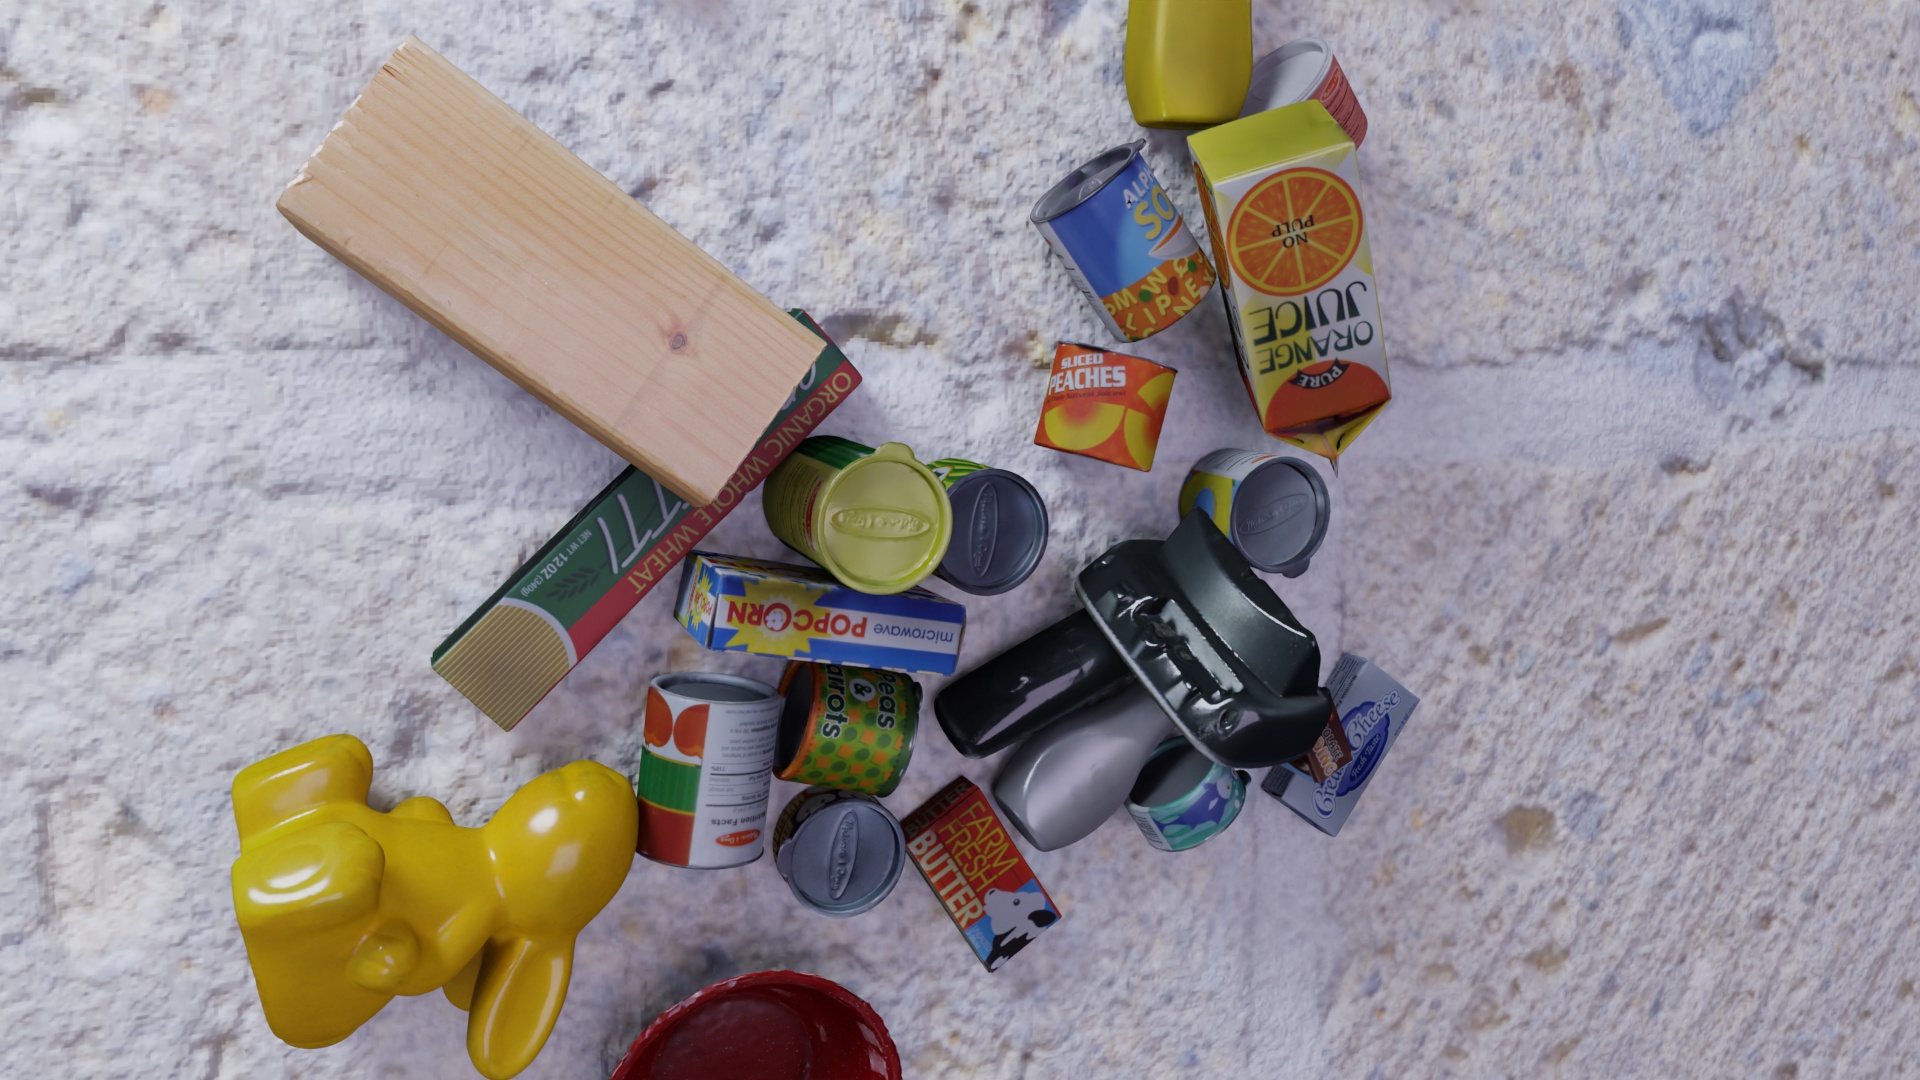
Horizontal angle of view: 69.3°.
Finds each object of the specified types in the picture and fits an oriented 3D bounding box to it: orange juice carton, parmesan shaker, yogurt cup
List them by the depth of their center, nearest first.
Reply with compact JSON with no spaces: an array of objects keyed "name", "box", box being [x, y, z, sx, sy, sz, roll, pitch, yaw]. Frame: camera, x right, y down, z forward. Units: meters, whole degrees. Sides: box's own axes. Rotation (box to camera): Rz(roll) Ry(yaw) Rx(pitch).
[{"name":"parmesan shaker","box":[-0.052,-0.018,0.683,0.071,0.103,0.071,-4,101,-21]},{"name":"orange juice carton","box":[0.182,-0.129,0.752,0.073,0.072,0.191,-16,124,8]},{"name":"yogurt cup","box":[0.188,-0.235,0.769,0.054,0.072,0.072,40,83,-31]}]

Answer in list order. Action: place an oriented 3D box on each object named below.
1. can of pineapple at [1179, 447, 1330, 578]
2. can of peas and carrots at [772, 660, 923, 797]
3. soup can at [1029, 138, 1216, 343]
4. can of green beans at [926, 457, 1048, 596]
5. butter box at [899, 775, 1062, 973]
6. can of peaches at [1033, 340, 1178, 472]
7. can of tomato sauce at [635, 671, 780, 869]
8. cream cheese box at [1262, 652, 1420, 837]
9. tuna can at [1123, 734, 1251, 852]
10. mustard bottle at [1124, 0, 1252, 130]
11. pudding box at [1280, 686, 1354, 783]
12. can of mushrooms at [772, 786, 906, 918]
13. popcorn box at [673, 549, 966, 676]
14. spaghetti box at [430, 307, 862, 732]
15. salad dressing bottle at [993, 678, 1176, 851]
[{"name":"can of pineapple","box":[0.168,-0.016,0.797,0.071,0.058,0.071,-4,100,-21]},{"name":"can of peas and carrots","box":[-0.060,0.094,0.716,0.059,0.071,0.071,14,93,-23]},{"name":"soup can","box":[0.089,-0.158,0.737,0.071,0.071,0.083,-43,112,-10]},{"name":"can of green beans","box":[0.005,-0.009,0.732,0.071,0.058,0.071,-4,100,-22]},{"name":"butter box","box":[0.010,0.189,0.784,0.053,0.024,0.103,-35,109,-13]},{"name":"can of peaches","box":[0.076,-0.072,0.746,0.071,0.071,0.058,12,95,-23]},{"name":"can of tomato sauce","box":[-0.129,0.113,0.695,0.071,0.071,0.083,5,96,-23]},{"name":"cream cheese box","box":[0.237,0.127,0.867,0.053,0.024,0.104,35,84,-22]},{"name":"tuna can","box":[0.130,0.143,0.802,0.071,0.071,0.032,-38,110,-12]},{"name":"mustard bottle","box":[0.123,-0.302,0.739,0.065,0.049,0.160,-2,98,-21]},{"name":"pudding box","box":[0.187,0.104,0.810,0.030,0.084,0.049,-29,108,-15]},{"name":"can of mushrooms","box":[-0.068,0.165,0.744,0.071,0.033,0.071,-4,101,-22]},{"name":"popcorn box","box":[-0.071,0.036,0.694,0.127,0.085,0.038,9,94,-23]},{"name":"spaghetti box","box":[-0.151,-0.014,0.685,0.250,0.029,0.050,-46,111,-9]},{"name":"salad dressing bottle","box":[0.088,0.114,0.794,0.148,0.044,0.064,-38,108,-14]}]
